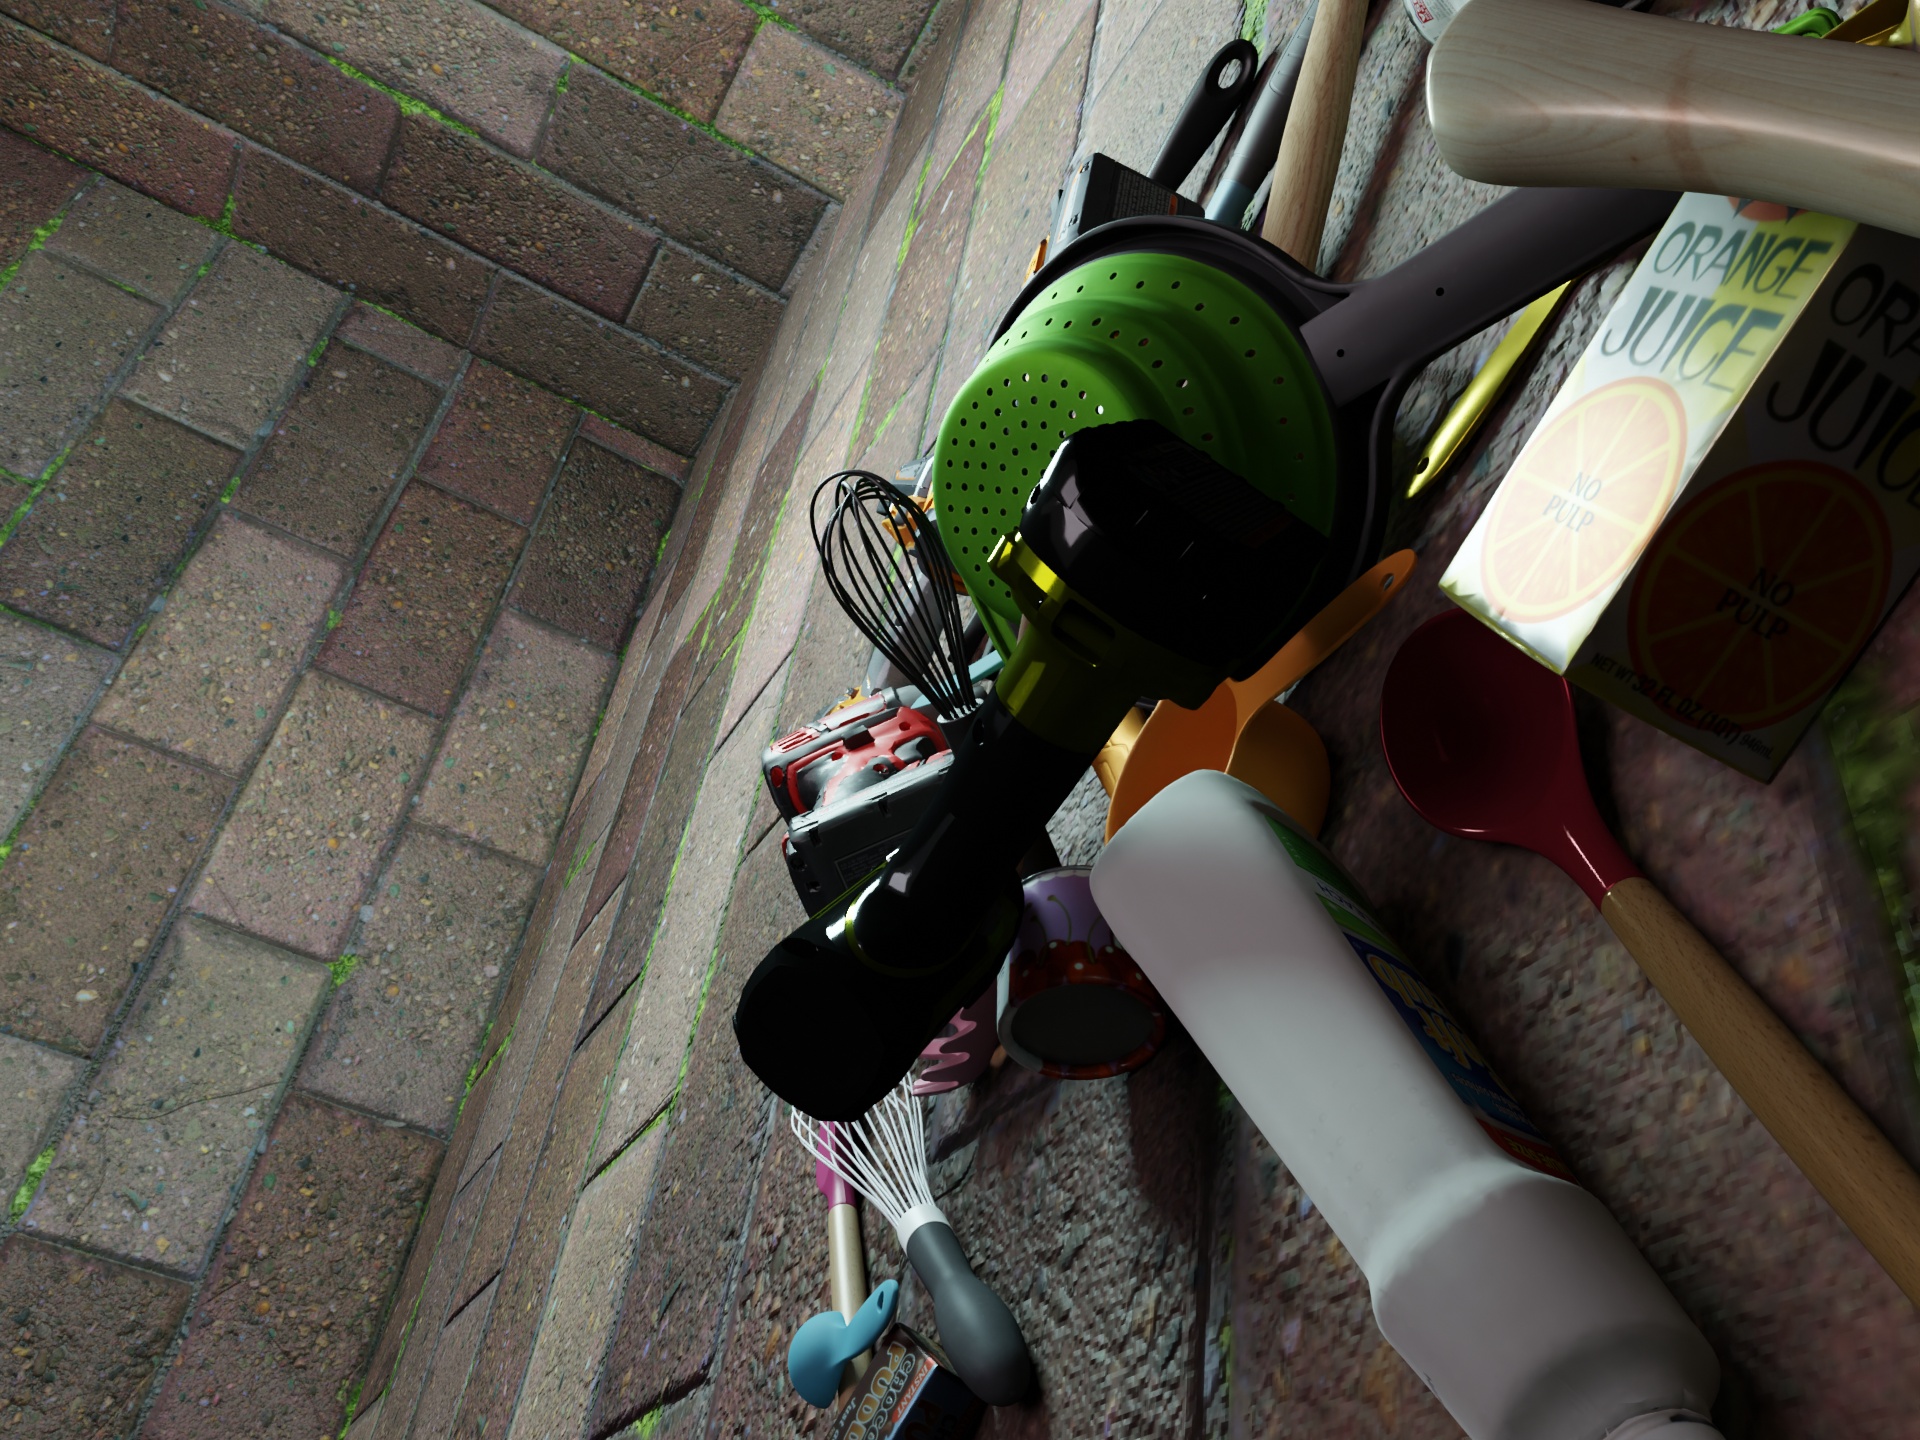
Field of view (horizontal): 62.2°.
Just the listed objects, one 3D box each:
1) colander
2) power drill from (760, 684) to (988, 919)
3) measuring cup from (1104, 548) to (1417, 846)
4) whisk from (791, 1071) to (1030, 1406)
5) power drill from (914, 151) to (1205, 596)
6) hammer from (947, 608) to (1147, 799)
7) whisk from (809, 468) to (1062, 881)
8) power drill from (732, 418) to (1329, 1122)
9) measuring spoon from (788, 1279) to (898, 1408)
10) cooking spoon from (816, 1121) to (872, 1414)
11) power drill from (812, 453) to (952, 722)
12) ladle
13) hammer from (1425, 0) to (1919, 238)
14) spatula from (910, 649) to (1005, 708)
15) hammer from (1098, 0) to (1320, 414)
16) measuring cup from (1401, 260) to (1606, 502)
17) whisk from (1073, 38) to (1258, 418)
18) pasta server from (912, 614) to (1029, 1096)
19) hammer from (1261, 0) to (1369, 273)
[{"bbox_3d":[0.111,-0.124,0.577,0.397,0.094,0.204,-28,83,41],"label":"colander"},{"bbox_3d":[-0.034,0.038,0.880,0.143,0.078,0.220,-23,19,-2],"label":"power drill"},{"bbox_3d":[0.121,0.006,0.575,0.173,0.052,0.095,-48,24,38],"label":"measuring cup"},{"bbox_3d":[-0.024,0.216,0.718,0.070,0.070,0.285,-64,23,5],"label":"whisk"},{"bbox_3d":[0.049,-0.196,0.896,0.226,0.084,0.164,-56,15,43],"label":"power drill"},{"bbox_3d":[0.057,-0.022,0.823,0.127,0.034,0.337,-59,18,16],"label":"hammer"},{"bbox_3d":[-0.002,-0.002,0.703,0.055,0.239,0.055,-23,16,7],"label":"whisk"},{"bbox_3d":[0.024,0.015,0.534,0.223,0.080,0.171,-57,-10,22],"label":"power drill"},{"bbox_3d":[-0.054,0.267,0.695,0.128,0.021,0.042,119,159,-50],"label":"measuring spoon"},{"bbox_3d":[-0.057,0.266,0.797,0.319,0.017,0.068,-105,26,-63],"label":"cooking spoon"},{"bbox_3d":[-0.042,-0.061,1.098,0.185,0.084,0.226,-165,95,-74],"label":"power drill"},{"bbox_3d":[0.175,0.057,0.388,0.316,0.031,0.069,-104,36,-61],"label":"ladle"},{"bbox_3d":[0.221,-0.093,0.272,0.146,0.038,0.411,-59,34,17],"label":"hammer"},{"bbox_3d":[0.081,-0.128,0.808,0.317,0.044,0.082,-59,11,-12],"label":"spatula"},{"bbox_3d":[0.166,-0.316,0.905,0.331,0.033,0.128,-62,19,11],"label":"hammer"},{"bbox_3d":[0.201,-0.153,0.586,0.156,0.029,0.062,-59,18,15],"label":"measuring cup"},{"bbox_3d":[0.106,-0.309,1.035,0.296,0.073,0.073,-57,18,9],"label":"whisk"},{"bbox_3d":[0.011,0.055,0.674,0.060,0.040,0.316,-88,4,-48],"label":"pasta server"},{"bbox_3d":[0.187,-0.322,0.807,0.130,0.031,0.331,-2,68,47],"label":"hammer"}]
